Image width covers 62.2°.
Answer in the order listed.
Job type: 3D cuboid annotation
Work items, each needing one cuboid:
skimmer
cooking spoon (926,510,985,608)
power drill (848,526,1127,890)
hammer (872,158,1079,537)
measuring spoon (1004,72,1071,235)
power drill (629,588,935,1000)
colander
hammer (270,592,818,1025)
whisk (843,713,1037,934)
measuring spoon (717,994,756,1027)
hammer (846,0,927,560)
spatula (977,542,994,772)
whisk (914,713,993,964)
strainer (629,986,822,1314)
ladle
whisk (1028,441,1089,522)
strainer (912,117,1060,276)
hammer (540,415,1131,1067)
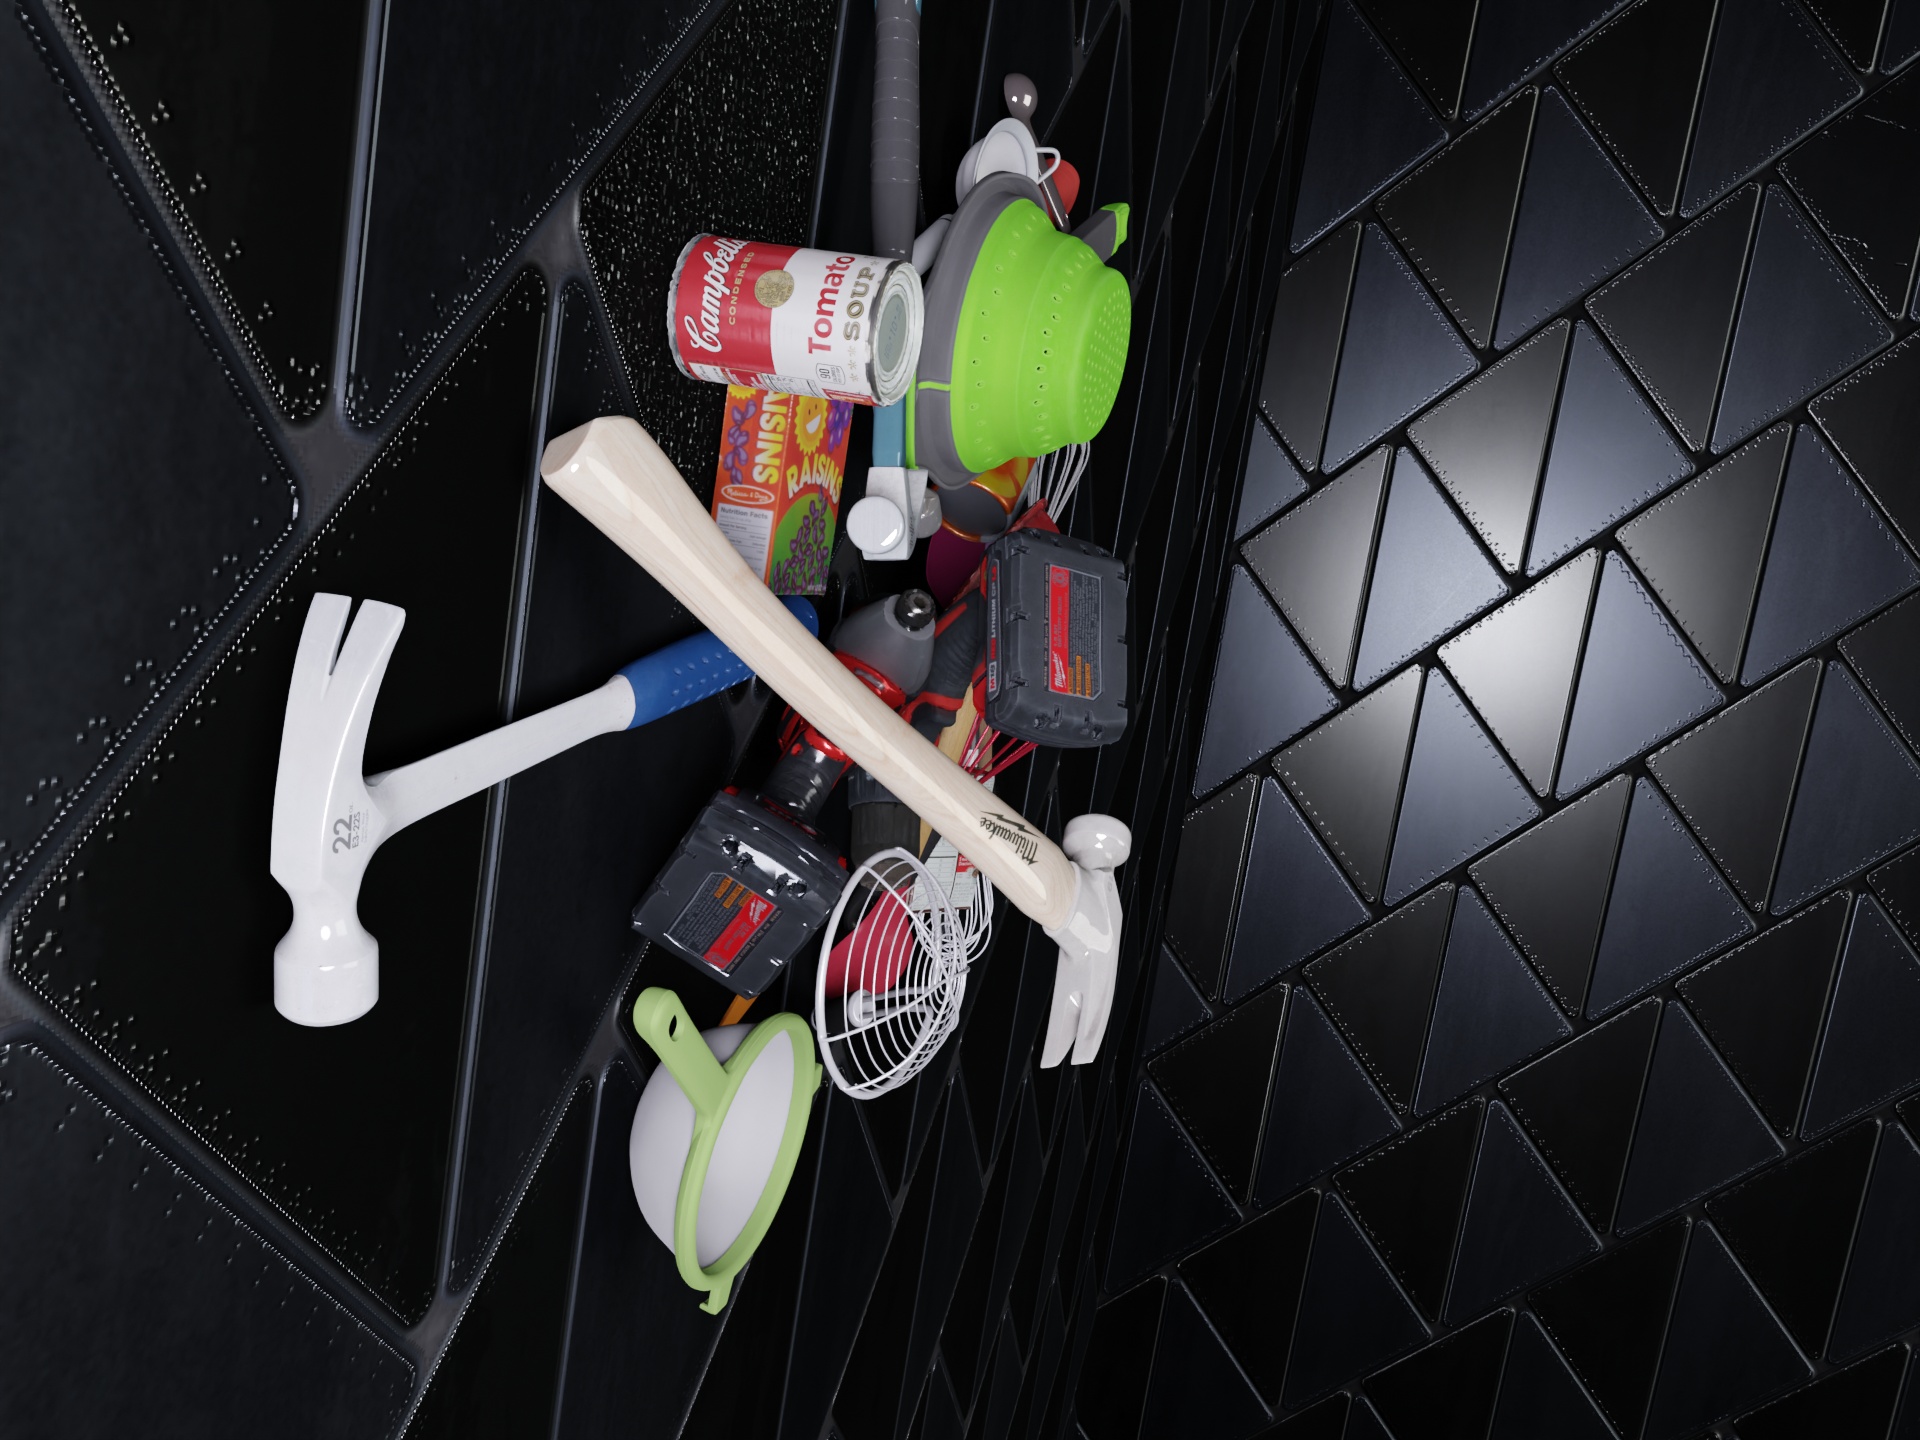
[{"bbox_3d":[-0.072,0.158,0.934,0.363,0.090,0.127,141,-37,-69],"label":"skimmer"},{"bbox_3d":[0.027,-0.219,1.244,0.068,0.017,0.319,58,43,-45],"label":"cooking spoon"},{"bbox_3d":[-0.001,-0.003,0.940,0.080,0.227,0.188,11,72,-32],"label":"power drill"},{"bbox_3d":[0.017,-0.299,1.123,0.149,0.037,0.359,83,24,-49],"label":"hammer"},{"bbox_3d":[0.063,-0.411,1.156,0.124,0.018,0.034,64,33,-29],"label":"measuring spoon"},{"bbox_3d":[-0.078,0.026,0.842,0.143,0.078,0.220,-50,-170,44],"label":"power drill"},{"bbox_3d":[0.082,-0.282,1.085,0.397,0.094,0.204,-53,153,-50],"label":"colander"},{"bbox_3d":[-0.155,-0.011,0.704,0.405,0.035,0.144,-37,136,-68],"label":"hammer"},{"bbox_3d":[0.003,0.040,1.088,0.295,0.073,0.073,-54,173,20],"label":"whisk"},{"bbox_3d":[-0.128,0.171,0.974,0.117,0.011,0.021,-55,152,-56],"label":"measuring spoon"},{"bbox_3d":[-0.037,-0.252,0.869,0.128,0.033,0.331,-25,117,-87],"label":"hammer"},{"bbox_3d":[0.018,-0.050,1.332,0.060,0.018,0.315,-53,150,-46],"label":"spatula"},{"bbox_3d":[0.001,0.061,1.291,0.070,0.070,0.284,-16,111,-73],"label":"whisk"},{"bbox_3d":[-0.145,0.195,0.822,0.256,0.069,0.152,78,30,-54],"label":"strainer"},{"bbox_3d":[-0.026,0.069,1.059,0.069,0.031,0.315,3,119,-35],"label":"ladle"},{"bbox_3d":[0.065,-0.152,1.394,0.059,0.058,0.246,12,92,-40],"label":"whisk"},{"bbox_3d":[-0.007,-0.318,1.018,0.258,0.050,0.086,-55,148,-44],"label":"strainer"},{"bbox_3d":[-0.042,0.014,0.751,0.410,0.038,0.146,44,43,-36],"label":"hammer"}]
